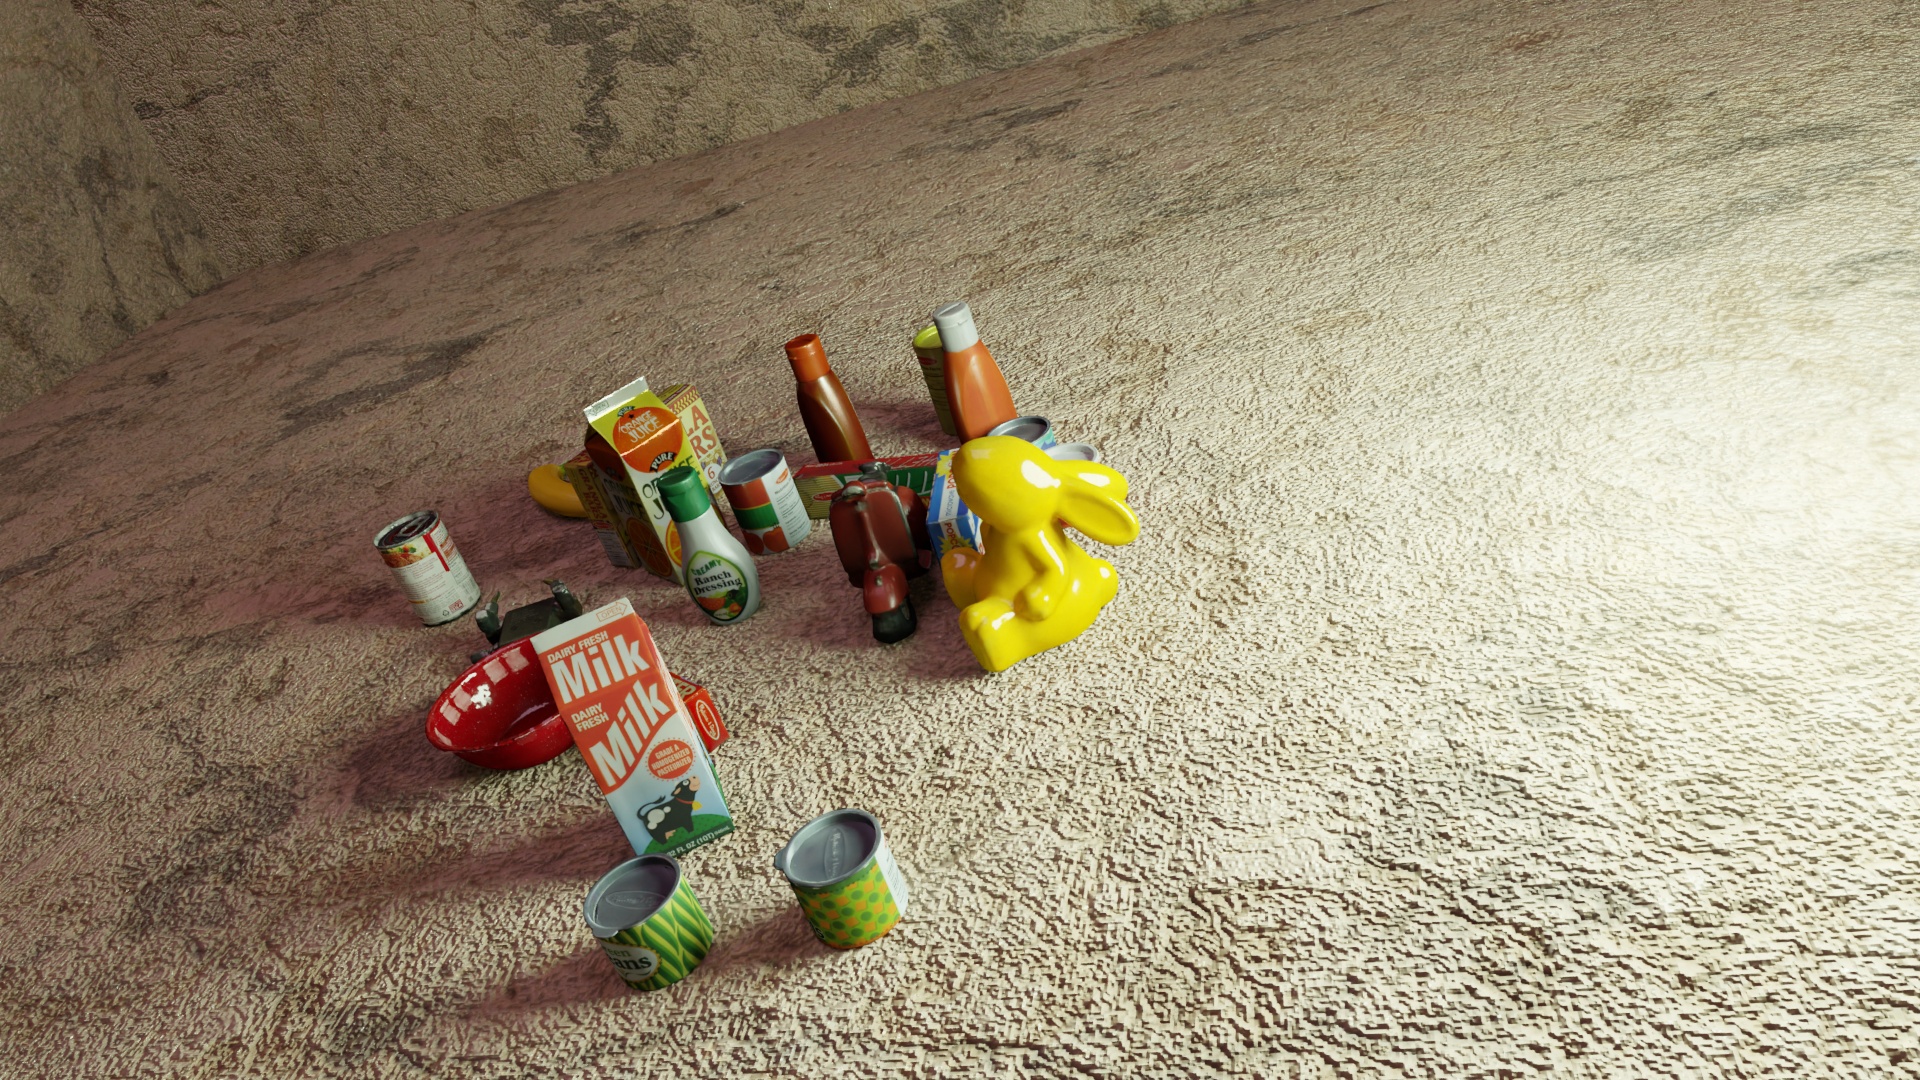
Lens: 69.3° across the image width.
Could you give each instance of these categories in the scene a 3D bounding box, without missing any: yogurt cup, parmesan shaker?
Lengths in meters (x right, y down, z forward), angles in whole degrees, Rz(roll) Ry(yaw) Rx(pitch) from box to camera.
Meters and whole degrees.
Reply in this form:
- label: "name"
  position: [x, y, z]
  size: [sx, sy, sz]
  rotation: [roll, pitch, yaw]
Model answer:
- label: "yogurt cup"
  position: [0.095, -0.048, 1.228]
  size: [0.072, 0.053, 0.073]
  rotation: [-15, 29, 8]
- label: "parmesan shaker"
  position: [-0.005, -0.170, 1.445]
  size: [0.071, 0.102, 0.071]
  rotation: [-15, 29, 8]

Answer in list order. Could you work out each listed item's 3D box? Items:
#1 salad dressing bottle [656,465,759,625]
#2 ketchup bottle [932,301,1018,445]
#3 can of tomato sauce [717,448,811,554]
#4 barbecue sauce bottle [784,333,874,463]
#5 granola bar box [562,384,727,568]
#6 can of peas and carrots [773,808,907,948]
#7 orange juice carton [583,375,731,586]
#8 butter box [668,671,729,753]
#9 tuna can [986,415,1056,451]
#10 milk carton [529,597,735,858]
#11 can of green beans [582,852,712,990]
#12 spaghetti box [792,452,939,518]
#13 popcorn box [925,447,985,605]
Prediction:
- label: "salad dressing bottle"
  position: [-0.225, 0.005, 1.231]
  size: [0.064, 0.147, 0.044]
  rotation: [-14, 29, 10]
- label: "ketchup bottle"
  position: [0.012, -0.162, 1.375]
  size: [0.065, 0.148, 0.043]
  rotation: [-33, 31, -23]
- label: "can of tomato sauce"
  position: [-0.191, -0.038, 1.350]
  size: [0.071, 0.082, 0.071]
  rotation: [-15, 29, 8]
- label: "barbecue sauce bottle"
  position: [-0.139, -0.138, 1.423]
  size: [0.065, 0.148, 0.044]
  rotation: [10, 40, 41]
- label: "granola bar box"
  position: [-0.316, -0.068, 1.433]
  size: [0.039, 0.123, 0.166]
  rotation: [4, 36, 36]
- label: "can of peas and carrots"
  position: [-0.075, 0.214, 0.876]
  size: [0.071, 0.058, 0.071]
  rotation: [-15, 29, 8]
- label: "orange juice carton"
  position: [-0.294, -0.059, 1.334]
  size: [0.072, 0.191, 0.073]
  rotation: [-38, 34, -30]
- label: "butter box"
  position: [-0.231, 0.132, 1.115]
  size: [0.103, 0.053, 0.024]
  rotation: [14, 43, 45]
- label: "tuna can"
  position: [0.058, -0.090, 1.343]
  size: [0.071, 0.032, 0.071]
  rotation: [-14, 29, 8]
- label: "milk carton"
  position: [-0.230, 0.130, 0.976]
  size: [0.072, 0.189, 0.073]
  rotation: [-24, 29, -9]
- label: "can of green beans"
  position: [-0.201, 0.246, 0.897]
  size: [0.071, 0.057, 0.071]
  rotation: [-15, 29, 8]
- label: "spaghetti box"
  position: [-0.043, -0.054, 1.325]
  size: [0.250, 0.050, 0.029]
  rotation: [-4, 32, 26]
- label: "popcorn box"
  position: [0.004, -0.015, 1.193]
  size: [0.038, 0.085, 0.127]
  rotation: [-13, 30, 12]
